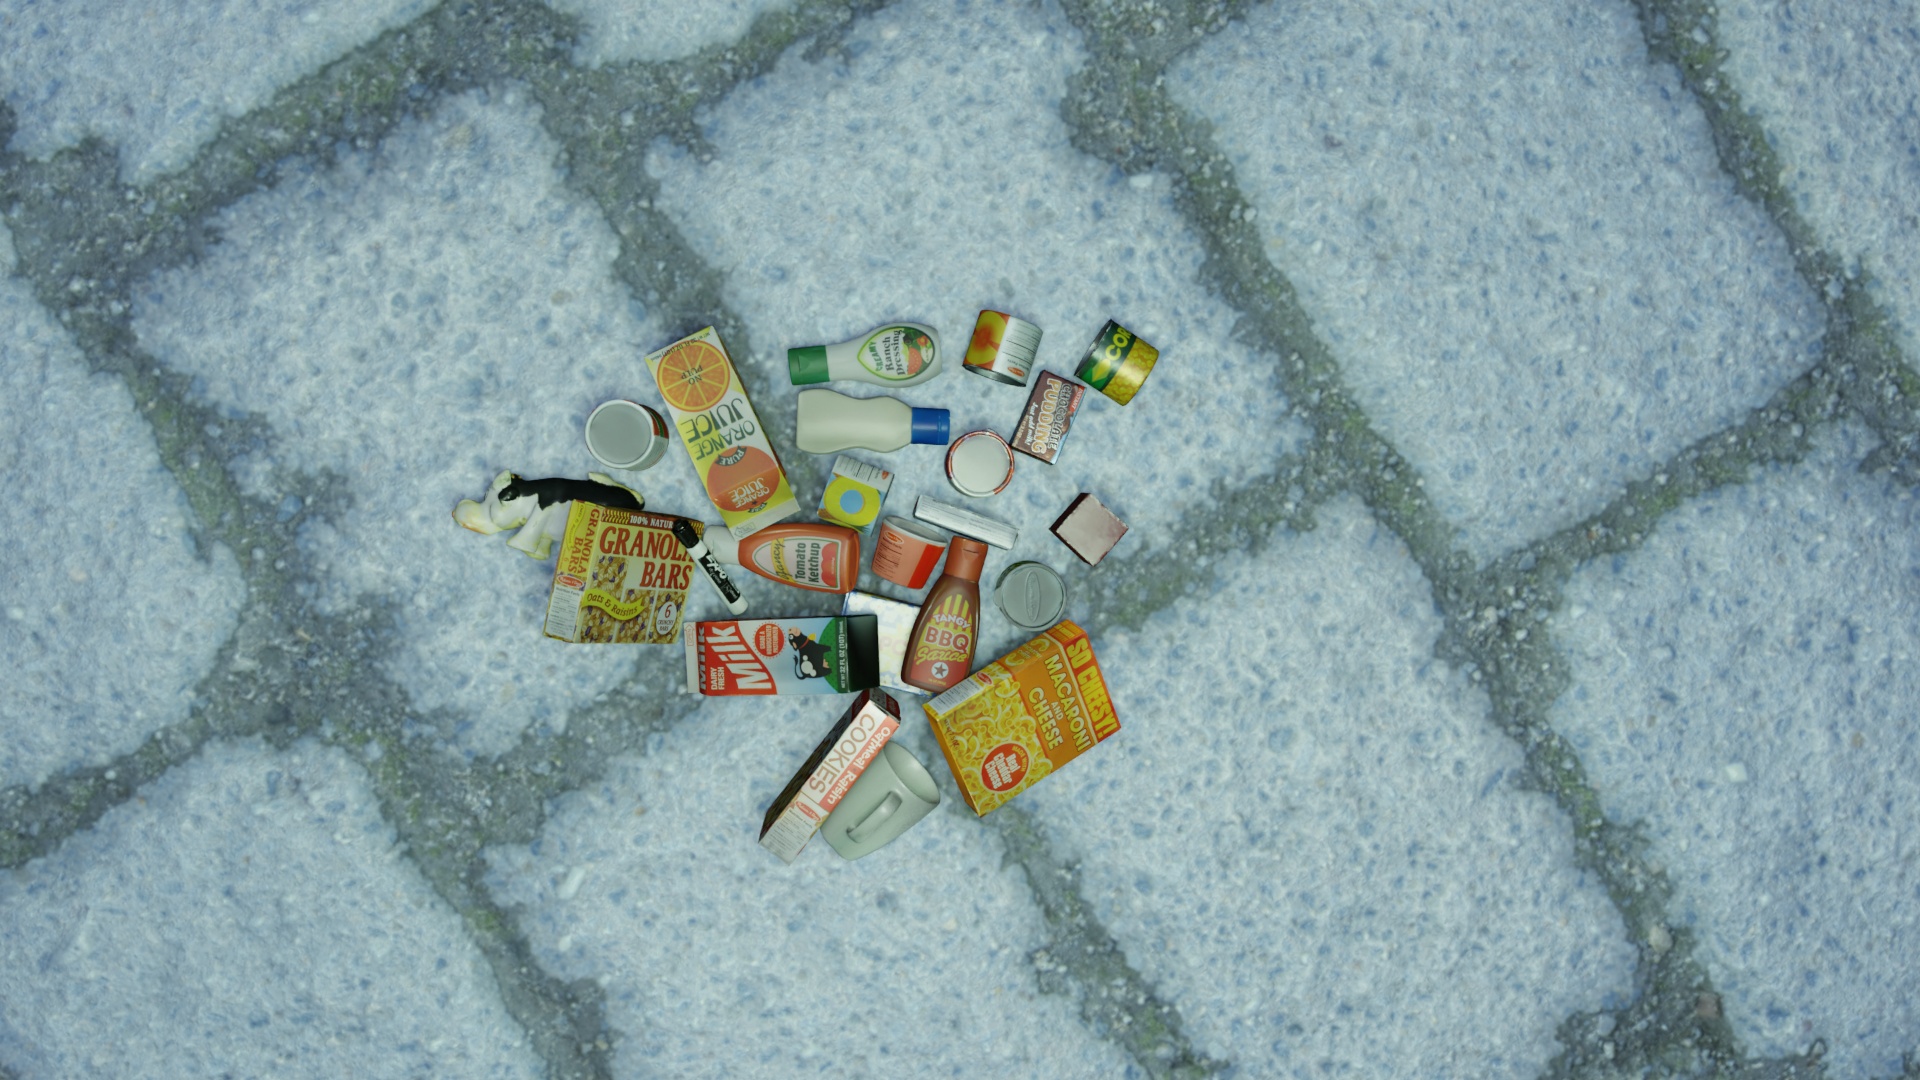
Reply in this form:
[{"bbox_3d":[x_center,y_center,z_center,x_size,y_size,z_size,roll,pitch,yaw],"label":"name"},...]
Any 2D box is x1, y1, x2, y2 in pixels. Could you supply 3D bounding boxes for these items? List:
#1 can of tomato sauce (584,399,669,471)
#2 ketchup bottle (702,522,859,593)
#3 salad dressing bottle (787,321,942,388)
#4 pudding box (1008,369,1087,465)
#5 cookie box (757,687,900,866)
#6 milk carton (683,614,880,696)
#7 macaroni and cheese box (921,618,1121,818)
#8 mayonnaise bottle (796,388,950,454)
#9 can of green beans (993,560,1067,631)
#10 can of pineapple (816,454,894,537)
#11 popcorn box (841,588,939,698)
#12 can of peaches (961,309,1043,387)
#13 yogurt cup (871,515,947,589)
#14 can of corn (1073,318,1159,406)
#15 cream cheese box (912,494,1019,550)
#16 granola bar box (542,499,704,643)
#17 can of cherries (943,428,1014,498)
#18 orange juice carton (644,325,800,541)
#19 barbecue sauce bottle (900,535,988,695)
[{"bbox_3d":[-0.319,-0.101,1.323,0.071,0.083,0.071,0,92,-4],"label":"can of tomato sauce"},{"bbox_3d":[-0.173,0.011,1.340,0.149,0.044,0.064,7,107,12],"label":"ketchup bottle"},{"bbox_3d":[-0.093,-0.177,1.354,0.148,0.044,0.064,-7,90,-3],"label":"salad dressing bottle"},{"bbox_3d":[0.086,-0.121,1.372,0.050,0.030,0.083,24,90,-4],"label":"pudding box"},{"bbox_3d":[-0.122,0.218,1.321,0.040,0.123,0.167,39,89,-4],"label":"cookie box"},{"bbox_3d":[-0.178,0.109,1.323,0.190,0.073,0.072,-4,88,20],"label":"milk carton"},{"bbox_3d":[0.060,0.168,1.328,0.167,0.040,0.123,-30,118,-16],"label":"macaroni and cheese box"},{"bbox_3d":[-0.085,-0.114,1.358,0.148,0.041,0.064,3,92,-4],"label":"mayonnaise bottle"},{"bbox_3d":[0.068,0.053,1.361,0.071,0.058,0.071,0,92,-3],"label":"can of green beans"},{"bbox_3d":[-0.102,-0.042,1.346,0.058,0.071,0.071,21,90,-3],"label":"can of pineapple"},{"bbox_3d":[-0.059,0.102,1.365,0.127,0.038,0.085,14,92,-4],"label":"popcorn box"},{"bbox_3d":[0.040,-0.187,1.352,0.071,0.071,0.058,18,91,-3],"label":"can of peaches"},{"bbox_3d":[-0.052,0.013,1.352,0.072,0.072,0.054,21,98,-3],"label":"yogurt cup"},{"bbox_3d":[0.154,-0.174,1.355,0.058,0.071,0.071,32,90,-4],"label":"can of corn"},{"bbox_3d":[0.005,-0.017,1.358,0.104,0.053,0.024,19,89,-4],"label":"cream cheese box"},{"bbox_3d":[-0.309,0.032,1.287,0.039,0.165,0.124,13,90,22],"label":"granola bar box"},{"bbox_3d":[0.019,-0.077,1.355,0.071,0.058,0.071,0,92,-3],"label":"can of cherries"},{"bbox_3d":[-0.224,-0.100,1.326,0.072,0.073,0.192,-25,87,-2],"label":"orange juice carton"},{"bbox_3d":[-0.009,0.071,1.325,0.065,0.043,0.148,15,90,-9],"label":"barbecue sauce bottle"}]
